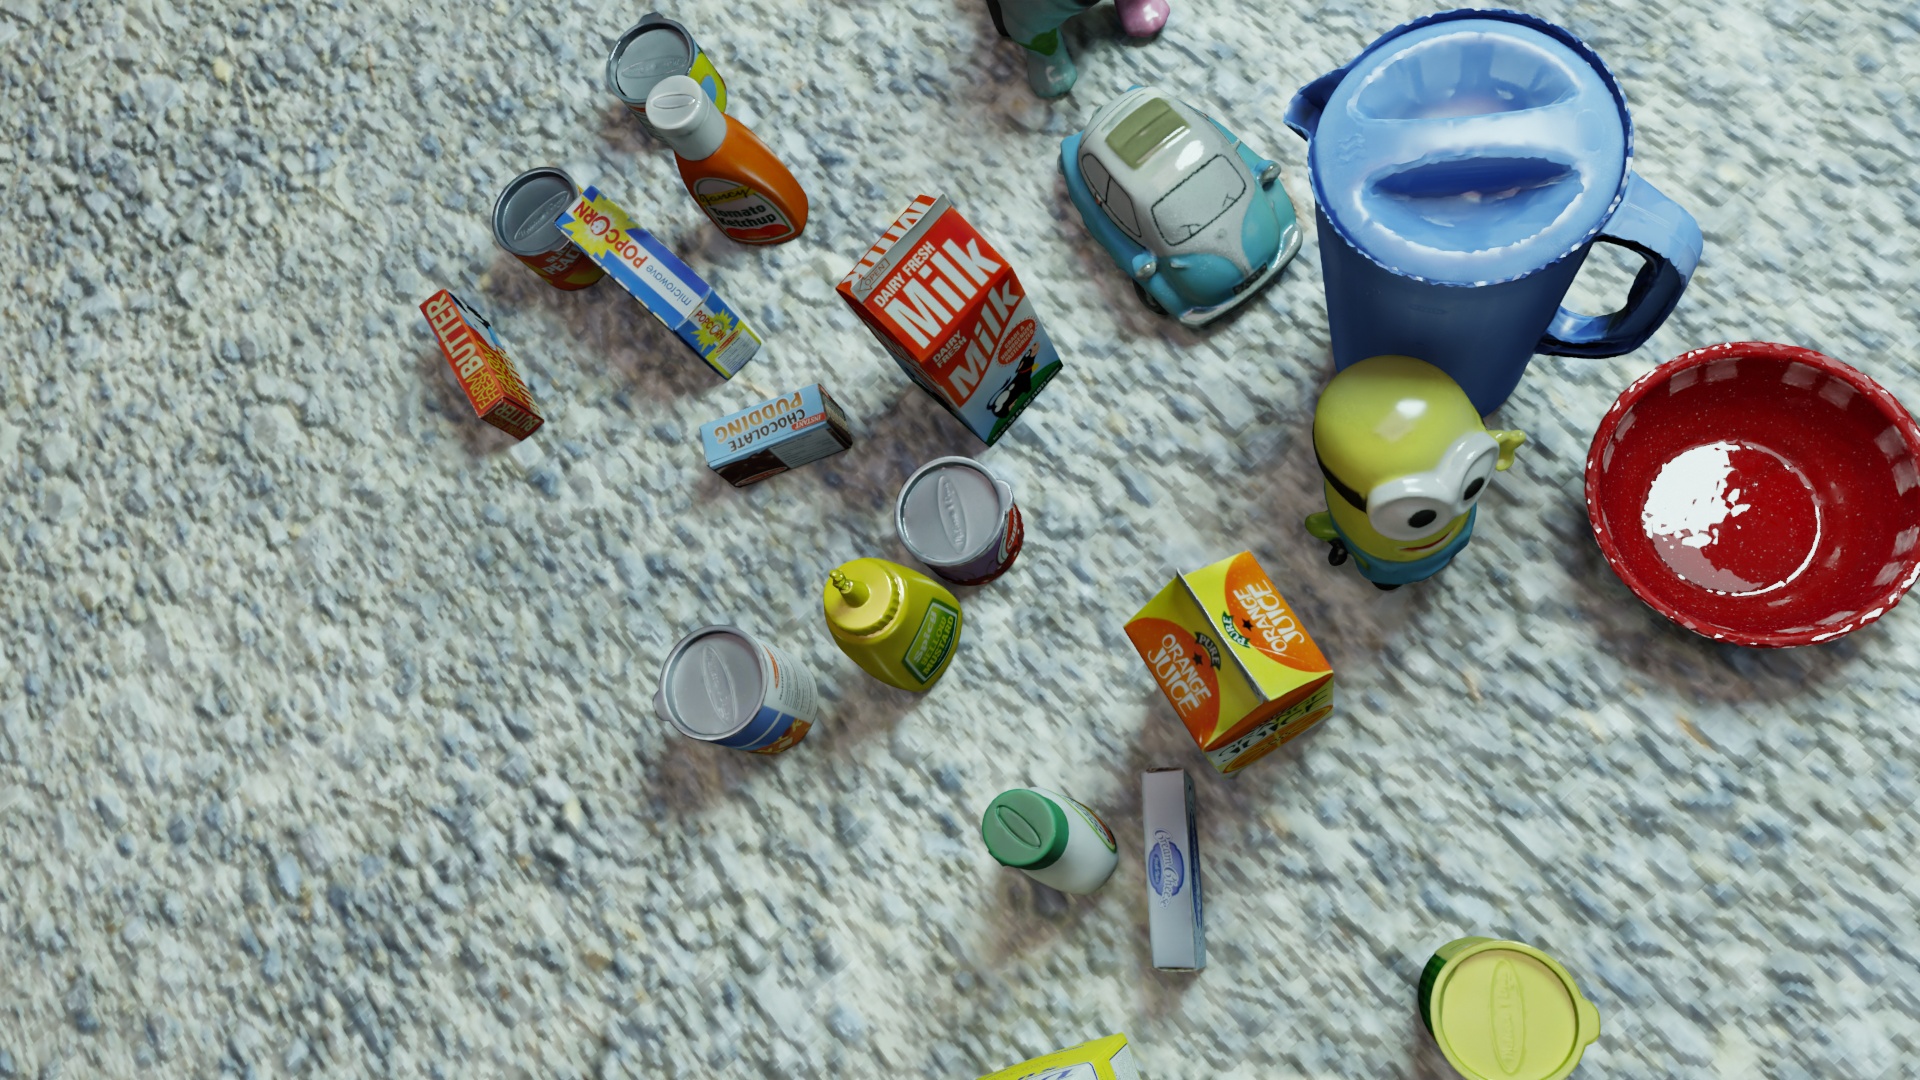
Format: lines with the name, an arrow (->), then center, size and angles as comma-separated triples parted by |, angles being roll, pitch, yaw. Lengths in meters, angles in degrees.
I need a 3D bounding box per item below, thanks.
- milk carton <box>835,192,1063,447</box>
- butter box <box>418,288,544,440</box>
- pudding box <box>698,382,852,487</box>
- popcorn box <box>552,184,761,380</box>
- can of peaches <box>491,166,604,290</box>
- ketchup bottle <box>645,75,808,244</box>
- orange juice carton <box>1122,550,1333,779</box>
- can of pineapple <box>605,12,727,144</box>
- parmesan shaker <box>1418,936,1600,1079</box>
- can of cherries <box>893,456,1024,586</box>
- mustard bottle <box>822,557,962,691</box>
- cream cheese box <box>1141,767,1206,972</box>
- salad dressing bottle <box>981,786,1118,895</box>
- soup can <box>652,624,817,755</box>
milk carton -> -0.007, -0.128, 0.789 | 0.073, 0.190, 0.072 | 42, 89, 21
butter box -> -0.325, -0.119, 0.944 | 0.024, 0.053, 0.104 | -36, 69, 3
pudding box -> -0.116, -0.065, 0.875 | 0.083, 0.049, 0.030 | -19, 71, 9
popcorn box -> -0.196, -0.167, 0.906 | 0.127, 0.085, 0.038 | 41, 89, 21
can of peaches -> -0.276, -0.211, 0.954 | 0.071, 0.058, 0.071 | -4, 74, 14
ketchup bottle -> -0.150, -0.239, 0.880 | 0.065, 0.148, 0.043 | -1, 75, 15
orange juice carton -> 0.137, 0.063, 0.696 | 0.073, 0.192, 0.072 | -32, 70, 5
can of pineapple -> -0.202, -0.319, 0.965 | 0.071, 0.057, 0.071 | -4, 74, 14
parmesan shaker -> 0.259, 0.225, 0.666 | 0.071, 0.103, 0.071 | -4, 74, 14
can of cherries -> 0.003, -0.010, 0.824 | 0.071, 0.058, 0.071 | -4, 74, 14
mustard bottle -> -0.042, 0.042, 0.766 | 0.049, 0.160, 0.065 | 22, 82, 19
cream cheese box -> 0.114, 0.176, 0.745 | 0.024, 0.053, 0.104 | -5, 74, 14
salad dressing bottle -> 0.046, 0.153, 0.719 | 0.064, 0.147, 0.044 | 41, 88, 21
soup can -> -0.131, 0.090, 0.817 | 0.071, 0.083, 0.071 | -4, 74, 14
